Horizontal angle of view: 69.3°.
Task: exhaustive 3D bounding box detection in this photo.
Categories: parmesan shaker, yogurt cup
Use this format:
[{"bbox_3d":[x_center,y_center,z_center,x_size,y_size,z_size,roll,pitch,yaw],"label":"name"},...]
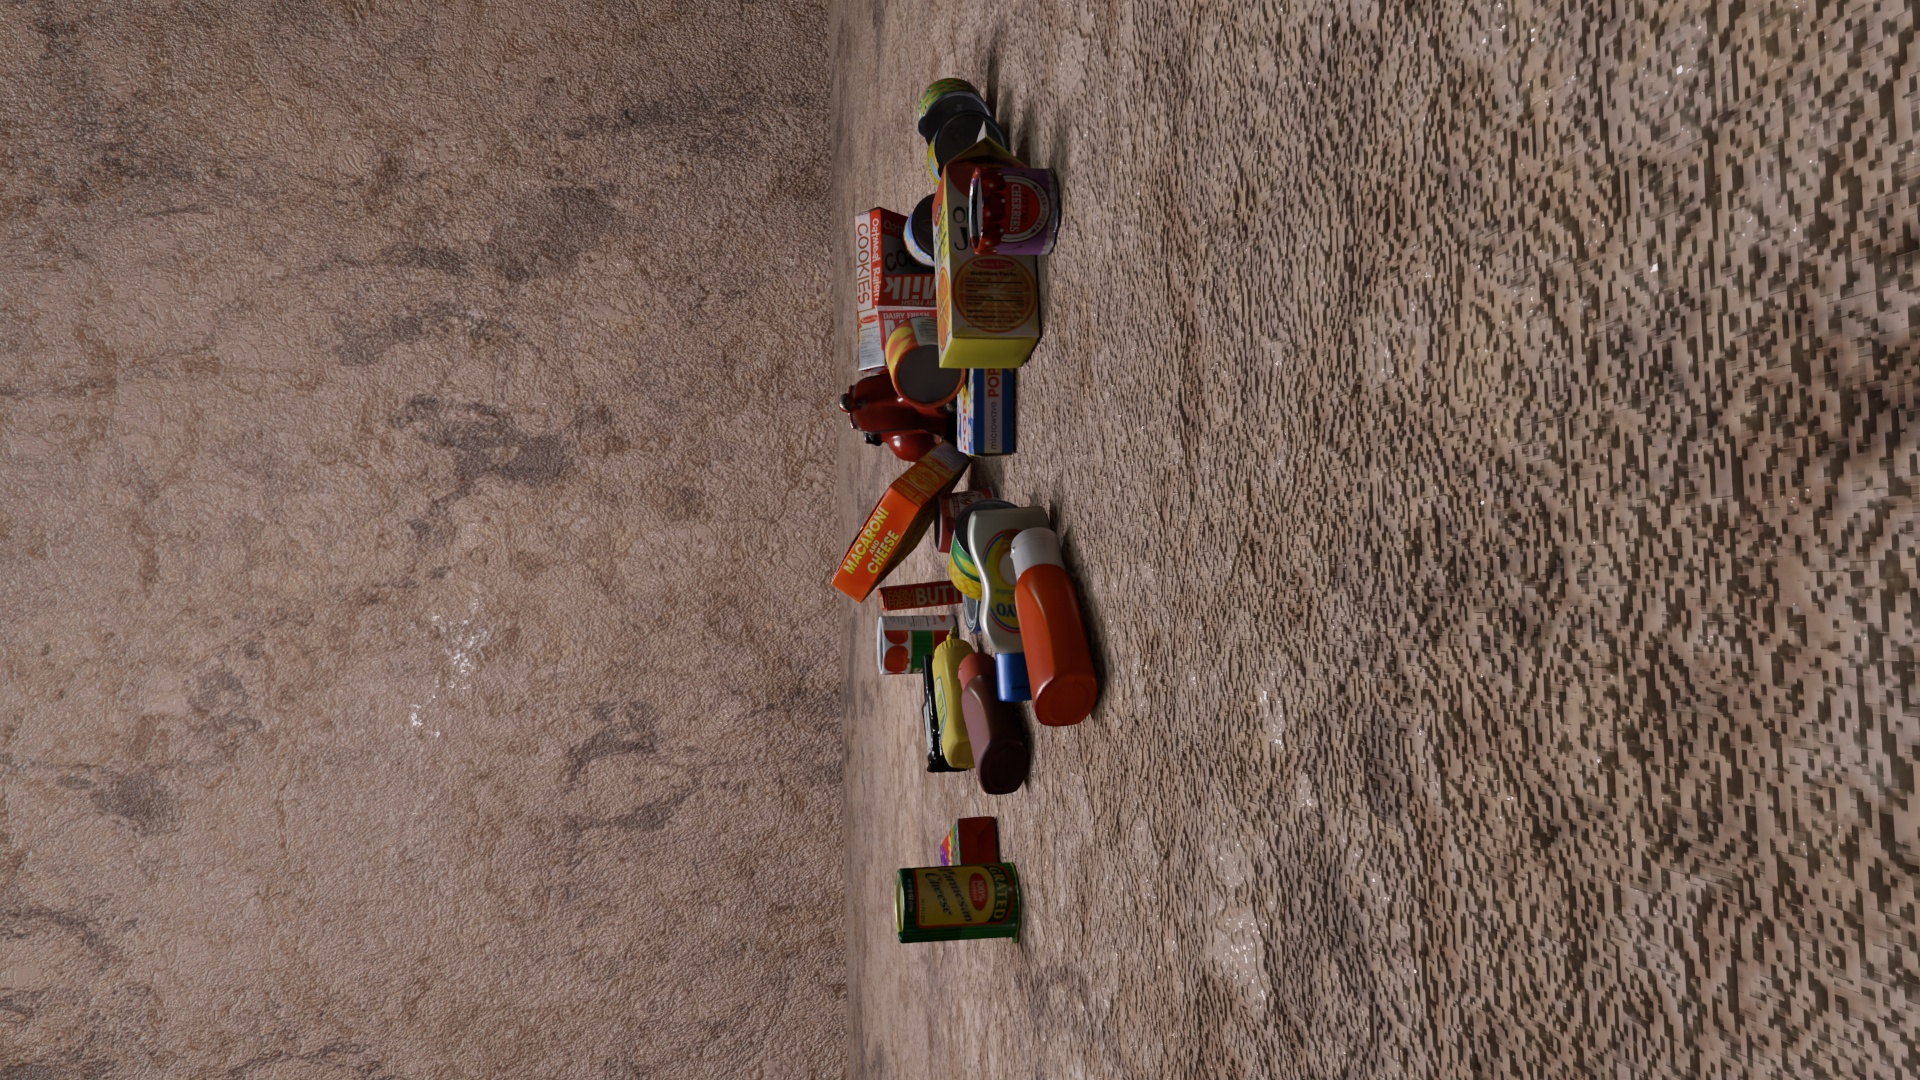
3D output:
[{"bbox_3d":[-0.004,0.324,1.233,0.071,0.103,0.071,-179,88,-80],"label":"parmesan shaker"},{"bbox_3d":[0.005,-0.016,1.307,0.072,0.054,0.072,-178,88,-81],"label":"yogurt cup"}]

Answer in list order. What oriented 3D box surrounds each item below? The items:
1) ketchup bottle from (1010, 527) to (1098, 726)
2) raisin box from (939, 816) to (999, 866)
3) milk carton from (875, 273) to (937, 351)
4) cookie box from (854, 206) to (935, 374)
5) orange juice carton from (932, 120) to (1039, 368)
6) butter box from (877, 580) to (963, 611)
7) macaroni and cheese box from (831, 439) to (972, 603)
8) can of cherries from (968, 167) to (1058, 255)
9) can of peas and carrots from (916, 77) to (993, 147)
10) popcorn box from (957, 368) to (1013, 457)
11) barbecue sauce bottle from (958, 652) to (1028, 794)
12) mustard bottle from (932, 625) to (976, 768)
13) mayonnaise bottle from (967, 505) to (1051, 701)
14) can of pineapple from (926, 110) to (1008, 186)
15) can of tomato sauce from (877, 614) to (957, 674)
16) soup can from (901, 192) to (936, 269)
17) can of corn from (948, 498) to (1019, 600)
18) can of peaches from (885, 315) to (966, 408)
[{"bbox_3d":[0.063,0.056,0.989,0.064,0.043,0.149,100,166,-46],"label":"ketchup bottle"},{"bbox_3d":[0.009,0.325,1.356,0.123,0.040,0.086,111,155,-63],"label":"raisin box"},{"bbox_3d":[-0.034,-0.214,1.335,0.191,0.072,0.073,-35,-55,-84],"label":"milk carton"},{"bbox_3d":[-0.056,-0.257,1.478,0.040,0.123,0.167,-6,84,37],"label":"cookie box"},{"bbox_3d":[0.018,-0.244,1.147,0.071,0.073,0.193,123,146,-73],"label":"orange juice carton"},{"bbox_3d":[-0.028,0.052,1.355,0.053,0.104,0.024,164,101,-79],"label":"butter box"},{"bbox_3d":[-0.057,-0.022,1.370,0.123,0.040,0.167,-57,-5,25],"label":"macaroni and cheese box"},{"bbox_3d":[0.040,-0.252,1.060,0.071,0.058,0.071,-178,88,-81],"label":"can of cherries"},{"bbox_3d":[-0.008,-0.394,1.300,0.059,0.071,0.070,-106,17,-58],"label":"can of peas and carrots"},{"bbox_3d":[0.022,-0.139,1.239,0.085,0.038,0.126,-146,56,-80],"label":"popcorn box"},{"bbox_3d":[0.026,0.155,1.228,0.149,0.044,0.064,-106,18,-59],"label":"barbecue sauce bottle"},{"bbox_3d":[-0.001,0.147,1.369,0.161,0.049,0.065,-101,15,-45],"label":"mustard bottle"},{"bbox_3d":[0.042,0.049,1.072,0.041,0.065,0.148,-164,69,-88],"label":"mayonnaise bottle"},{"bbox_3d":[0.004,-0.343,1.238,0.058,0.071,0.071,-157,67,-81],"label":"can of pineapple"},{"bbox_3d":[-0.048,0.118,1.548,0.071,0.083,0.071,-178,88,-81],"label":"can of tomato sauce"},{"bbox_3d":[-0.023,-0.310,1.409,0.084,0.071,0.071,-162,72,-81],"label":"soup can"},{"bbox_3d":[0.026,0.010,1.150,0.058,0.071,0.071,101,165,-54],"label":"can of corn"},{"bbox_3d":[-0.032,-0.156,1.232,0.058,0.071,0.071,-108,19,-59],"label":"can of peaches"}]
